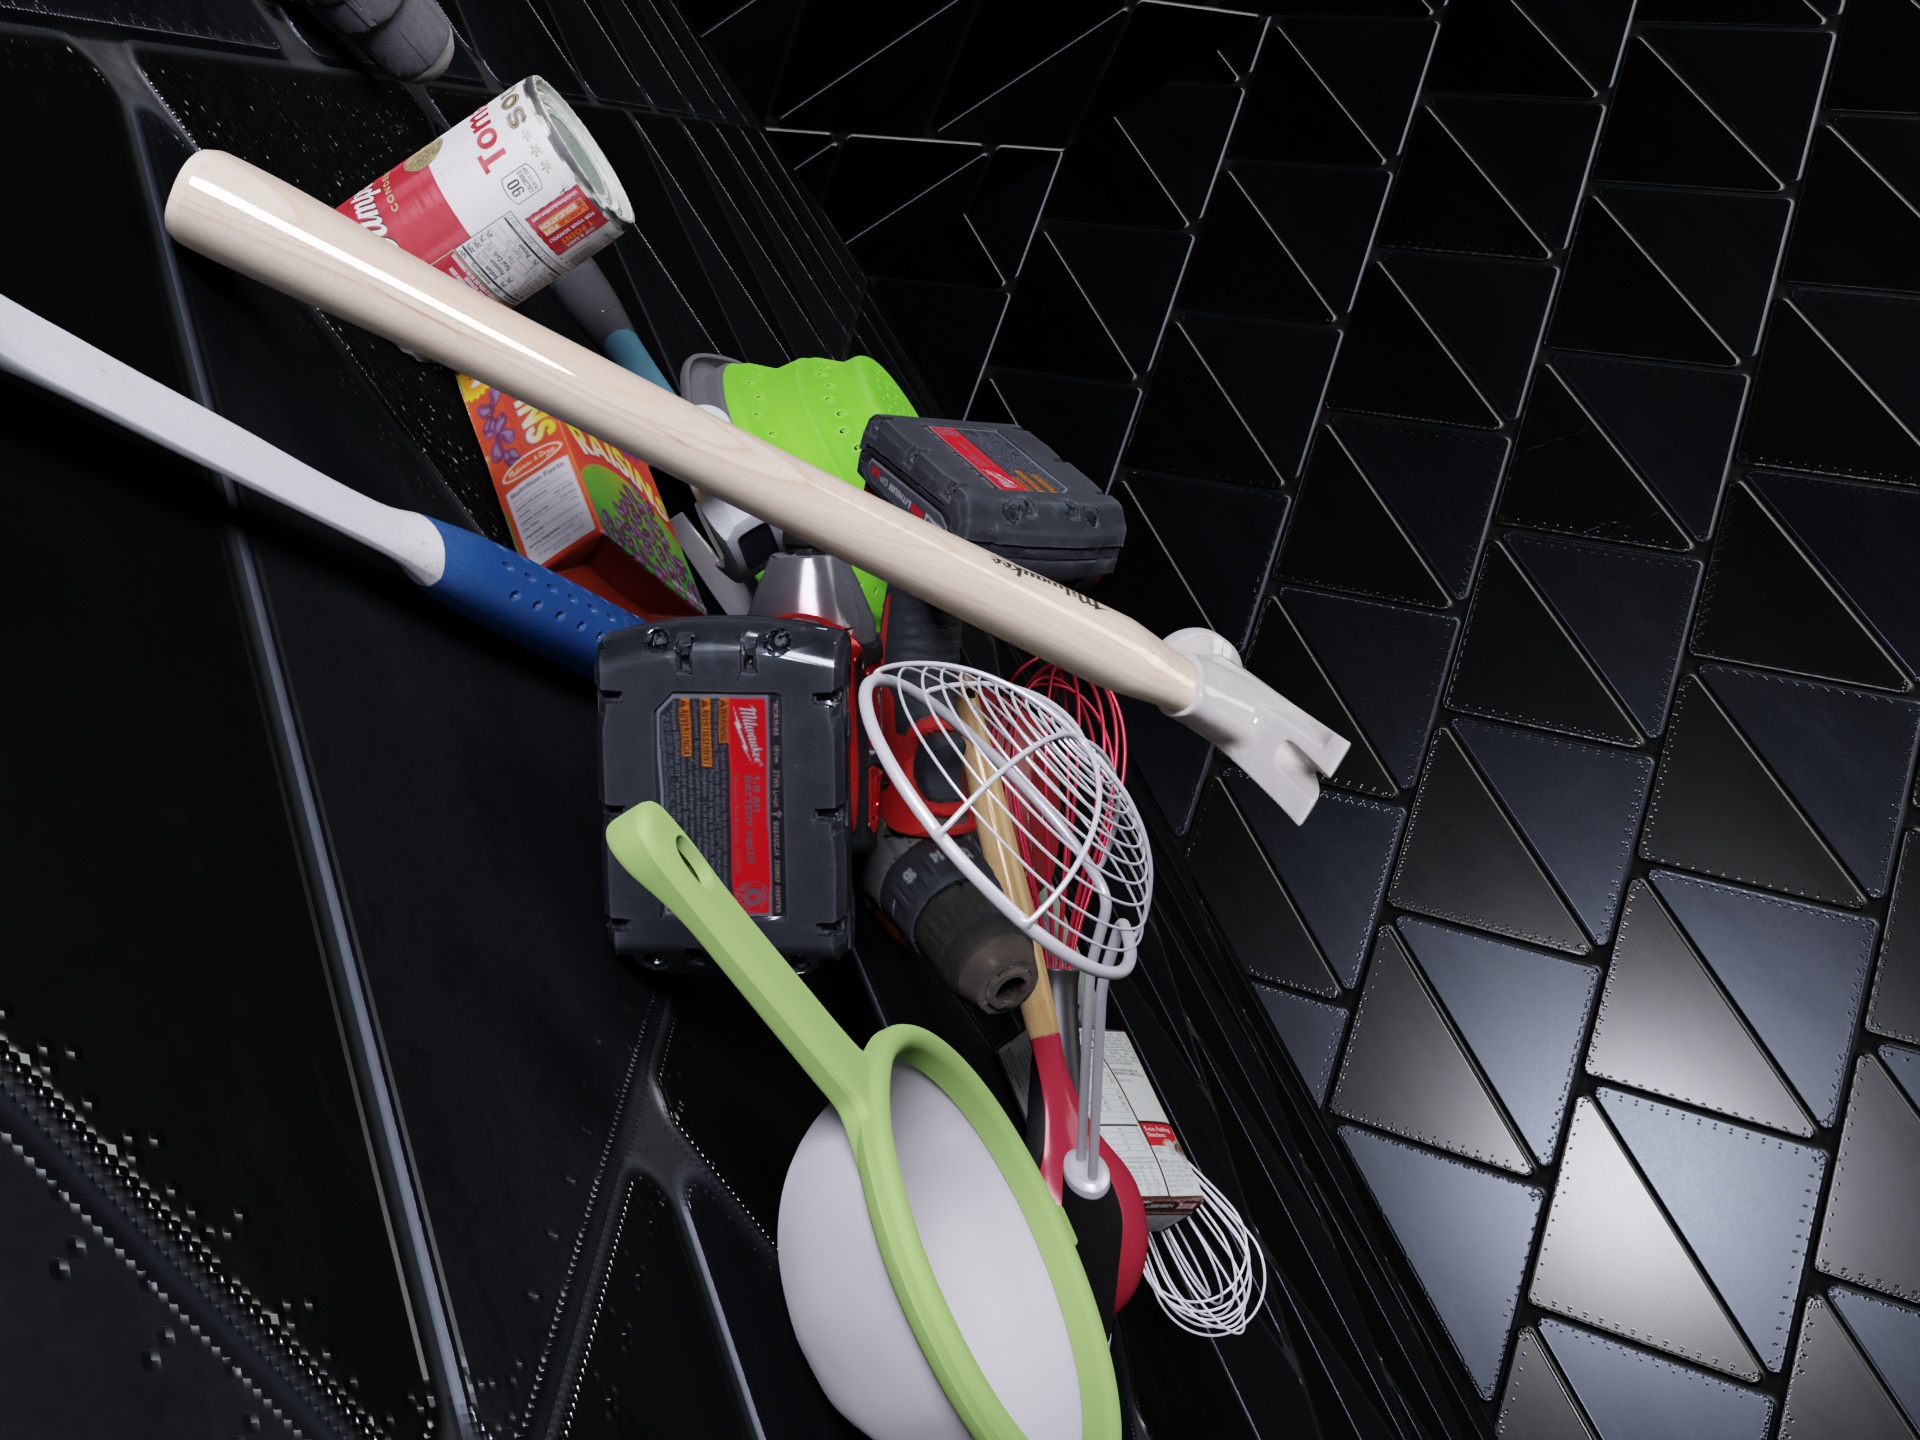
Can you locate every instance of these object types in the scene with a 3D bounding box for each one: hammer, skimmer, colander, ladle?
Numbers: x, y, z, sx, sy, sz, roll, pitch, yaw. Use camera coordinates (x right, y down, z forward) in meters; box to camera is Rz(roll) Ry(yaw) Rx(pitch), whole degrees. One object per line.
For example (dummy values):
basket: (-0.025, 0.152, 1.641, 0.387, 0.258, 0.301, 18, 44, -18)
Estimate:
hammer: (-0.058, -0.076, 0.533, 0.410, 0.038, 0.146, 25, 11, -16)
hammer: (-0.106, -0.105, 1.020, 0.149, 0.036, 0.359, 57, 10, -16)
skimmer: (0.020, 0.137, 0.597, 0.127, 0.090, 0.363, -116, -161, -52)
hammer: (-0.170, -0.189, 0.777, 0.331, 0.033, 0.128, 54, -8, 32)
colander: (-0.049, -0.148, 0.991, 0.204, 0.094, 0.397, 62, 13, 0)
ladle: (0.034, 0.124, 0.756, 0.069, 0.031, 0.315, -4, 75, -35)
hammer: (-0.174, -0.061, 0.489, 0.144, 0.035, 0.405, 63, 9, 19)

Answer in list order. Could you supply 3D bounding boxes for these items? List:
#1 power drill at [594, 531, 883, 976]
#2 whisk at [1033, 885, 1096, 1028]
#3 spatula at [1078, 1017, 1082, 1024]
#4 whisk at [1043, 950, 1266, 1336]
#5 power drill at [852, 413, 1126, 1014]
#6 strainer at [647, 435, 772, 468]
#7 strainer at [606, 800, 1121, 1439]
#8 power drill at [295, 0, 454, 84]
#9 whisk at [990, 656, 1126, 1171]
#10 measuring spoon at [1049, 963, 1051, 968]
power drill: (-0.067, 0.001, 0.595, 0.220, 0.078, 0.143, -72, 162, -79)
whisk: (0.053, 0.119, 1.167, 0.059, 0.057, 0.247, 6, 48, -35)
spatula: (0.055, 0.175, 1.052, 0.316, 0.018, 0.060, 58, 15, -3)
whisk: (0.091, 0.235, 0.954, 0.285, 0.070, 0.070, 59, 7, 28)
power drill: (-0.001, -0.002, 0.704, 0.080, 0.226, 0.188, -1, 31, -29)
strainer: (-0.153, -0.165, 0.941, 0.087, 0.050, 0.258, 54, 15, -5)
strainer: (-0.042, 0.135, 0.473, 0.256, 0.069, 0.152, 55, 12, -21)
power drill: (-0.319, -0.423, 0.744, 0.185, 0.084, 0.226, 43, 23, -63)
whisk: (0.049, 0.107, 0.801, 0.073, 0.073, 0.296, 38, 51, -67)
measuring spoon: (0.023, 0.130, 0.994, 0.042, 0.021, 0.129, 7, 36, -24)
